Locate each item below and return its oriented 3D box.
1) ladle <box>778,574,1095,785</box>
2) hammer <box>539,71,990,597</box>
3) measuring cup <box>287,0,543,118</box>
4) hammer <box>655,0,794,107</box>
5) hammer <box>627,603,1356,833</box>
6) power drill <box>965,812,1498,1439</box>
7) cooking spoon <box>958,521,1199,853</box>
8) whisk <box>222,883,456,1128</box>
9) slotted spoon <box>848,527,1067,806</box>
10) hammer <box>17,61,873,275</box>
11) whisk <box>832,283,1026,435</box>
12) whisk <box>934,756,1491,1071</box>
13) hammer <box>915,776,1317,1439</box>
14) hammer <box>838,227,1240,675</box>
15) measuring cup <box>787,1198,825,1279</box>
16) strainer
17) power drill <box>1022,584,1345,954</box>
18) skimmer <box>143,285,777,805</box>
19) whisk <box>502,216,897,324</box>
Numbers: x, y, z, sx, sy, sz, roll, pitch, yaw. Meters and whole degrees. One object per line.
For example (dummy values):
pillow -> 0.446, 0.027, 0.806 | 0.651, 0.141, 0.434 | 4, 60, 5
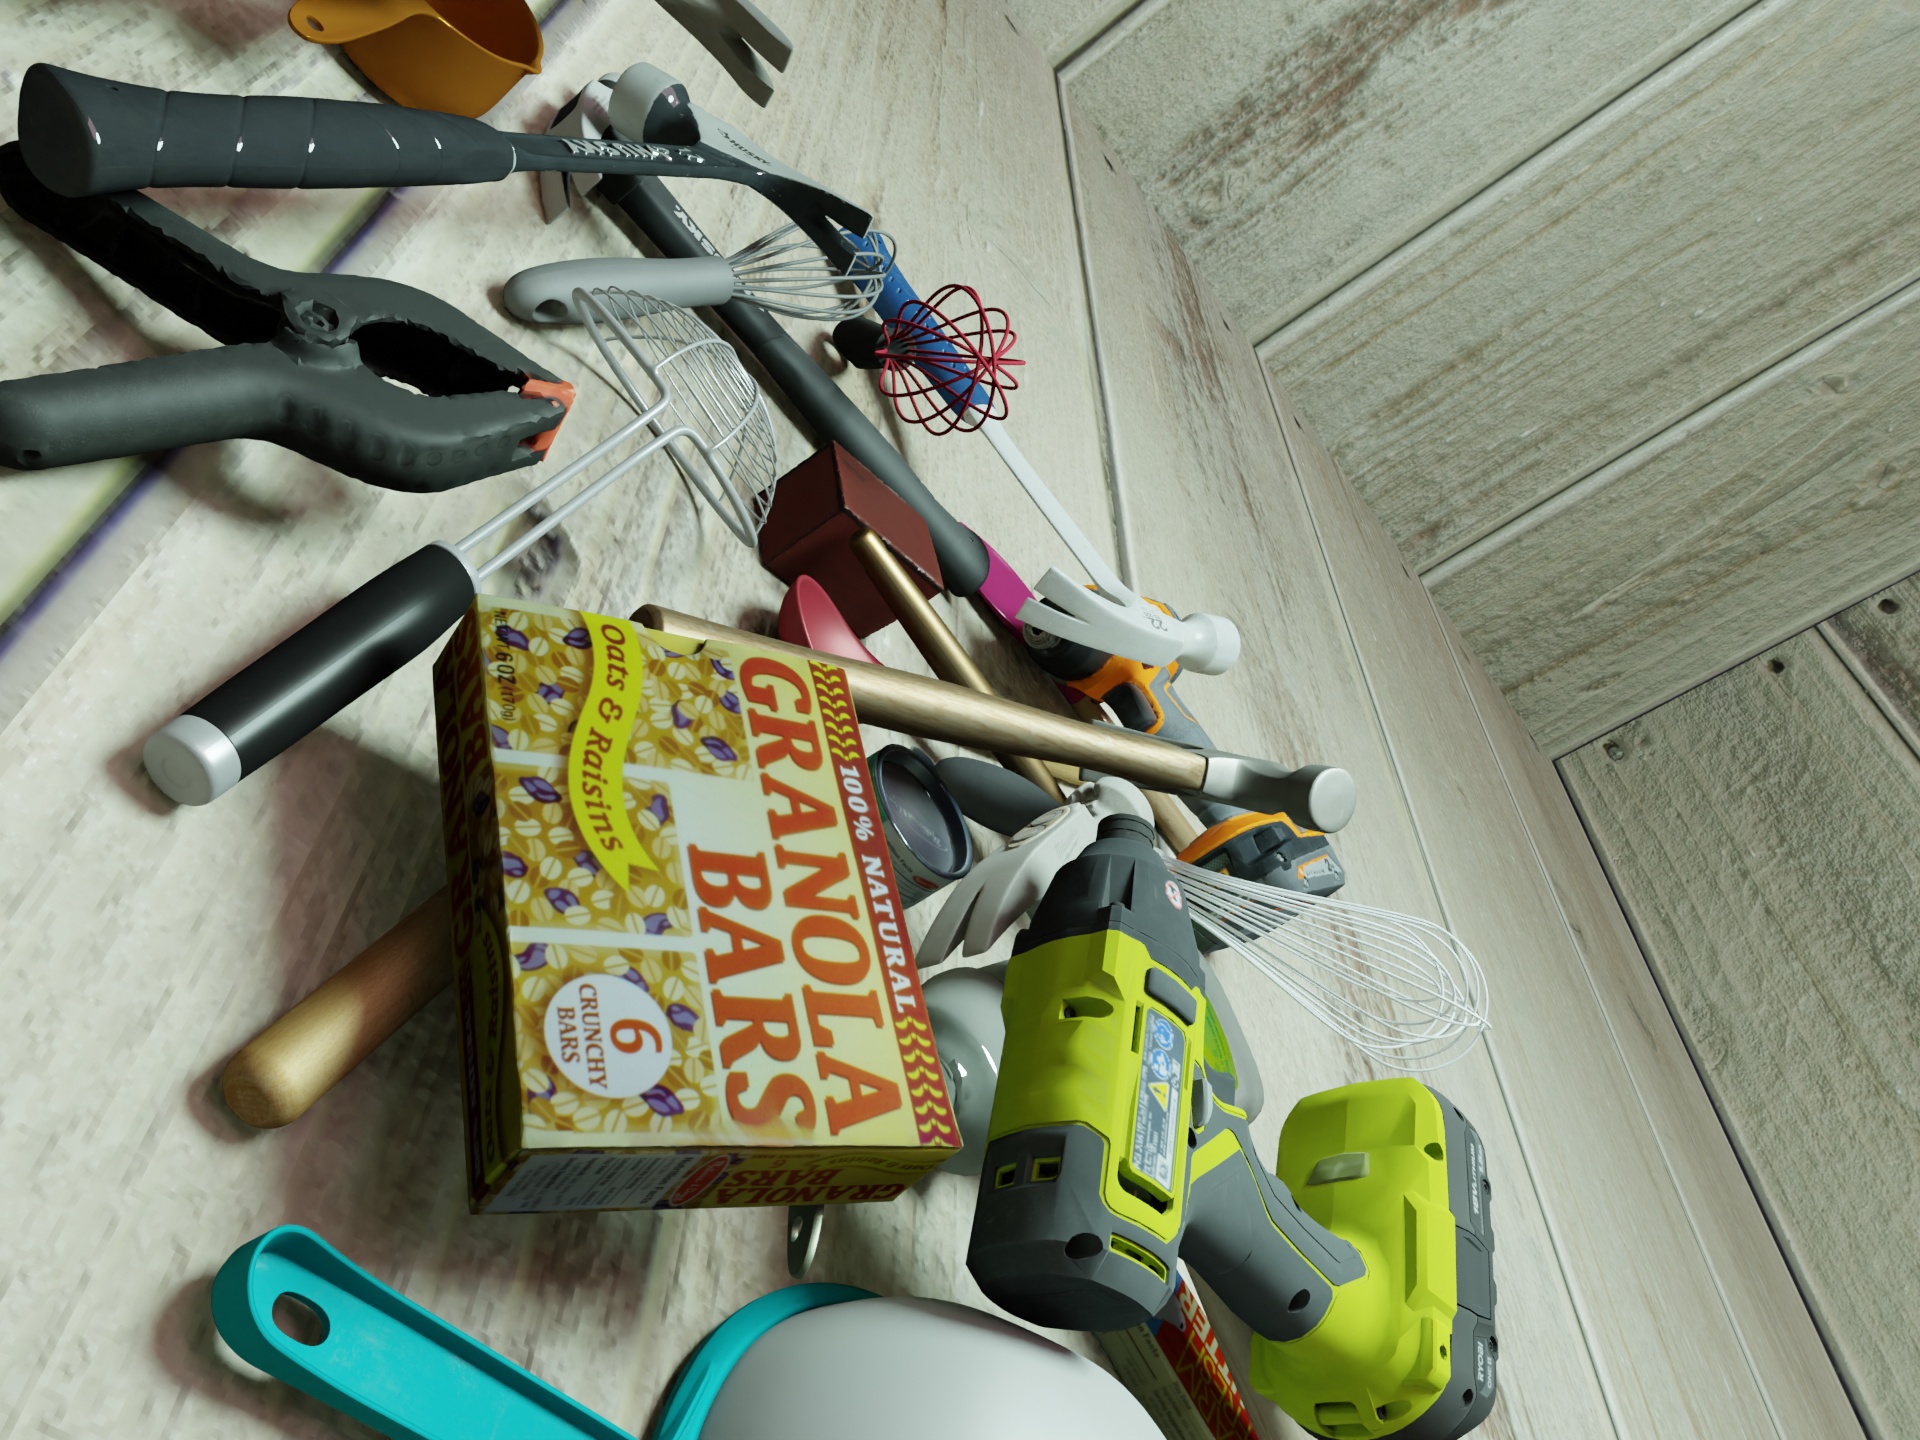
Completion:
ladle -> -0.001, -0.003, 0.815 | 0.315, 0.031, 0.069 | 25, 46, -56
hammer -> -0.095, -0.192, 0.857 | 0.334, 0.035, 0.146 | 48, 24, -24
measuring cup -> -0.240, -0.283, 0.656 | 0.095, 0.052, 0.174 | 49, 29, -17
hammer -> -0.217, -0.277, 0.579 | 0.149, 0.036, 0.359 | 44, 36, 10
hammer -> 0.012, 0.001, 0.683 | 0.331, 0.130, 0.031 | 13, 88, -33
power drill -> 0.099, 0.149, 0.556 | 0.223, 0.080, 0.171 | 41, 44, -32
cooking spoon -> 0.089, 0.006, 1.003 | 0.318, 0.017, 0.069 | 52, 23, -13
whisk -> -0.130, 0.040, 0.473 | 0.051, 0.047, 0.245 | 39, 27, 0
slotted spoon -> 0.035, 0.028, 0.802 | 0.313, 0.031, 0.070 | 54, -3, -26
hammer -> -0.167, -0.210, 0.598 | 0.149, 0.036, 0.409 | 33, 26, 8
whisk -> -0.030, -0.198, 0.858 | 0.073, 0.073, 0.296 | 48, -2, -22
whisk -> 0.114, 0.082, 0.749 | 0.284, 0.070, 0.070 | 25, 20, 10
hammer -> 0.105, 0.231, 0.620 | 0.146, 0.038, 0.410 | -32, 100, -56
hammer -> 0.013, -0.179, 0.954 | 0.144, 0.035, 0.406 | 8, 39, -43
measuring cup -> -0.060, 0.095, 0.492 | 0.038, 0.083, 0.168 | 23, 31, -19
strainer -> -0.023, 0.206, 0.406 | 0.340, 0.095, 0.211 | 46, 25, -29
power drill -> 0.119, 0.019, 0.928 | 0.164, 0.084, 0.227 | 4, 53, -60
skimmer -> -0.161, -0.064, 0.560 | 0.127, 0.090, 0.363 | 56, 32, -16
whisk -> -0.114, -0.209, 0.751 | 0.239, 0.055, 0.055 | -24, 82, -47
